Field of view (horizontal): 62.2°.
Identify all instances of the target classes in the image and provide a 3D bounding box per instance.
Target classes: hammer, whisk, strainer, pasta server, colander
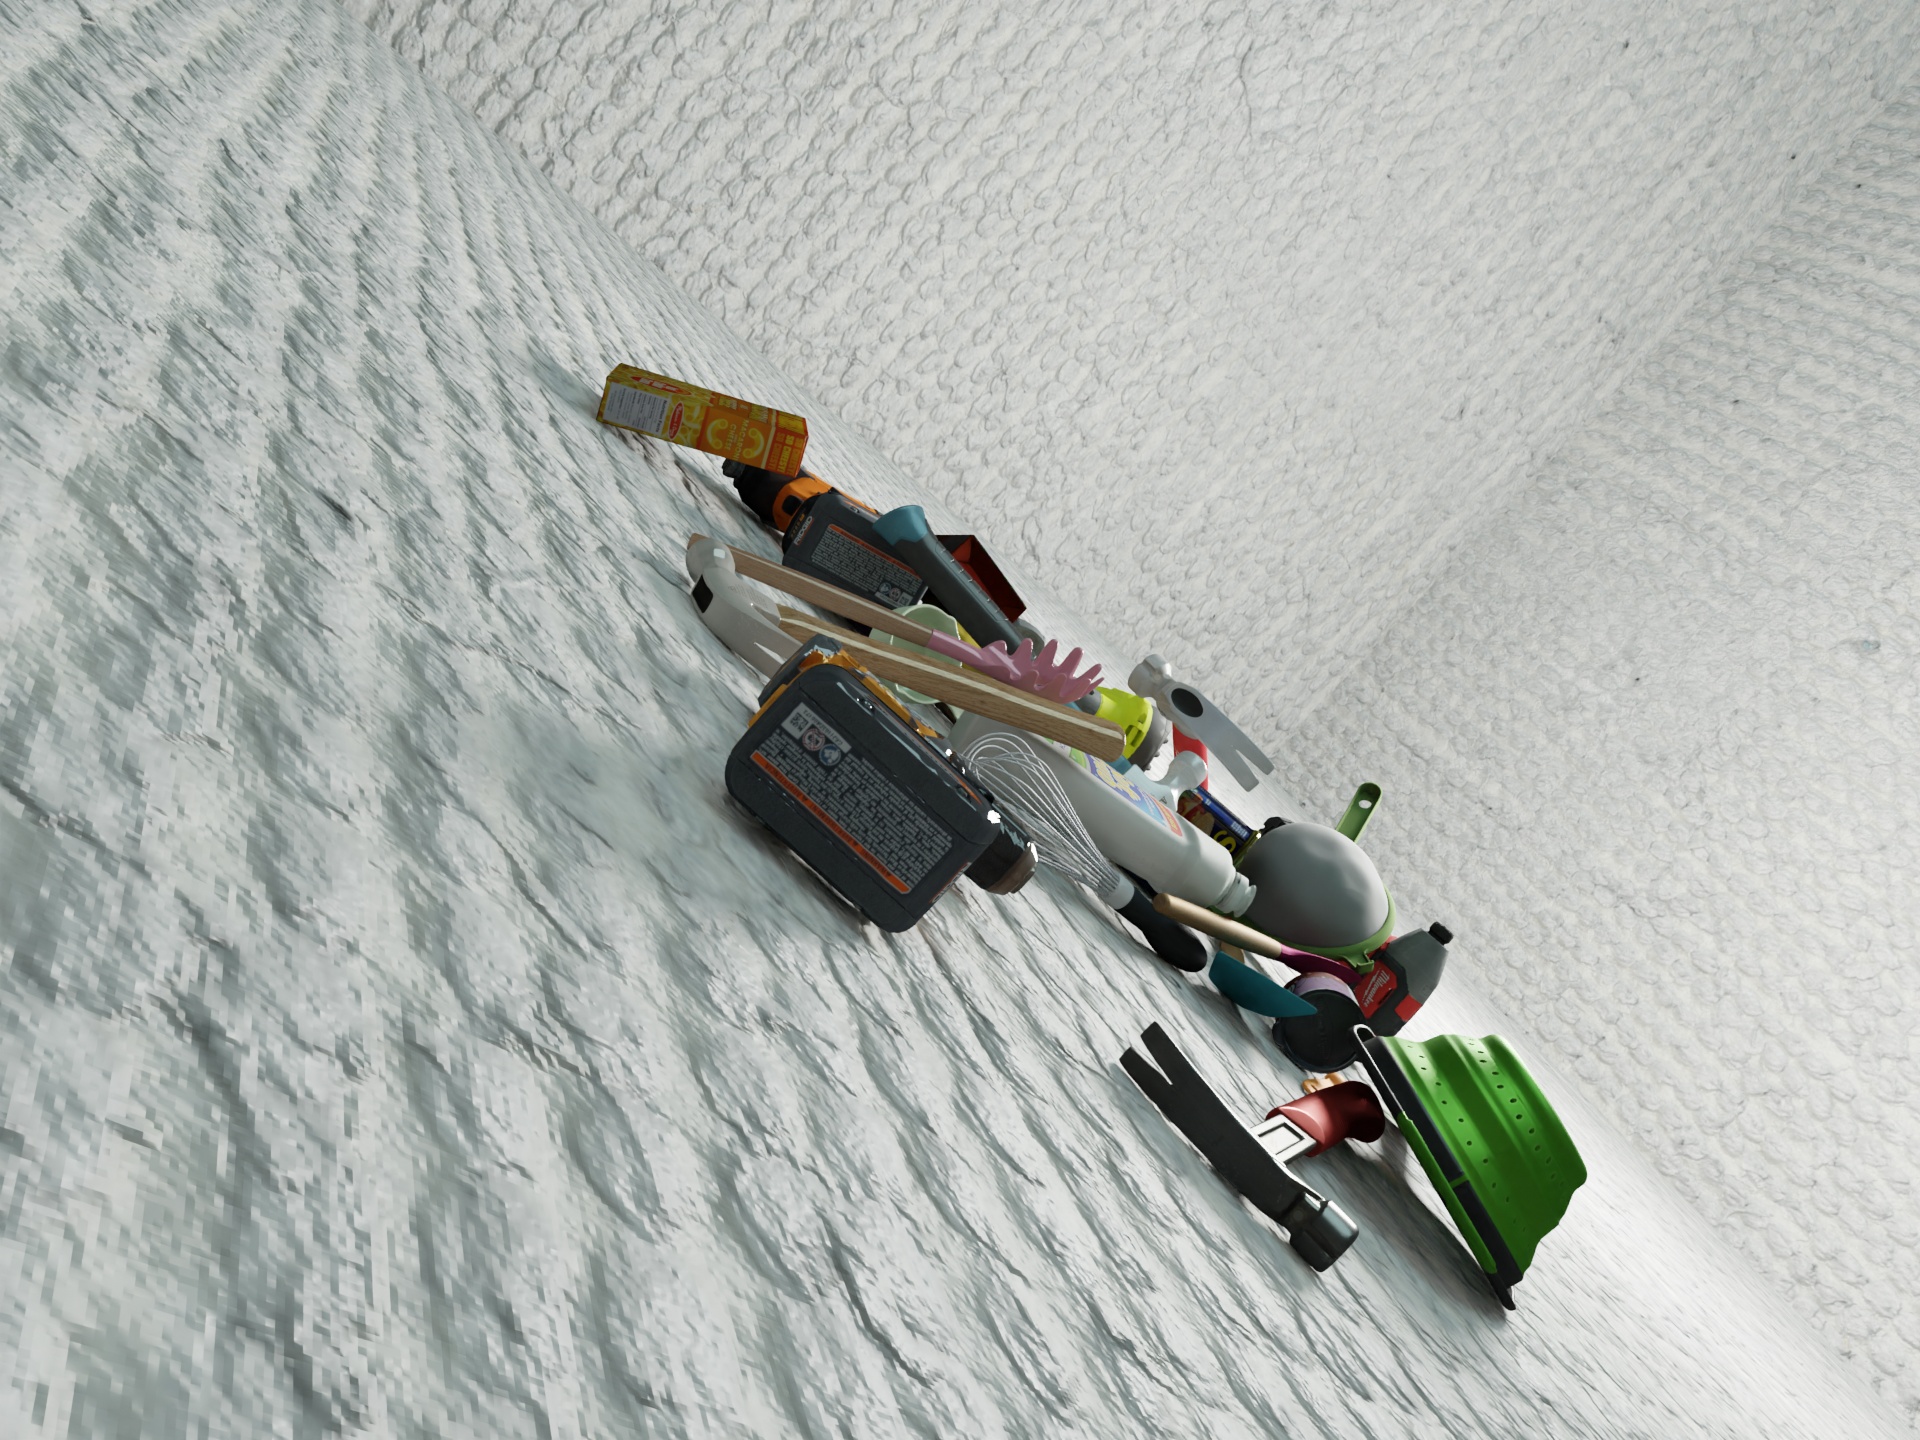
[{"bbox_3d":[-0.025,-0.030,1.068,0.331,0.031,0.130,19,23,-28],"label":"hammer"},{"bbox_3d":[0.090,0.102,1.111,0.284,0.070,0.070,41,8,-31],"label":"whisk"},{"bbox_3d":[0.206,0.244,0.982,0.149,0.036,0.358,46,10,22],"label":"hammer"},{"bbox_3d":[0.052,-0.042,1.271,0.331,0.128,0.033,49,-31,0],"label":"hammer"},{"bbox_3d":[0.226,0.070,1.478,0.143,0.038,0.386,45,-9,23],"label":"hammer"},{"bbox_3d":[0.331,0.109,1.412,0.151,0.069,0.256,20,39,23],"label":"strainer"},{"bbox_3d":[-0.045,-0.076,1.152,0.316,0.040,0.060,21,25,-13],"label":"pasta server"},{"bbox_3d":[0.367,0.288,1.149,0.204,0.094,0.397,61,6,11],"label":"colander"}]

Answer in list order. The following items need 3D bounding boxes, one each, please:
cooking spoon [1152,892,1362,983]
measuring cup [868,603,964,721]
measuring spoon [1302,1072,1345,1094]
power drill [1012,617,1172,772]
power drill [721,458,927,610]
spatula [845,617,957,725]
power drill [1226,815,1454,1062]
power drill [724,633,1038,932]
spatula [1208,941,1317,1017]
[{"bbox_3d":[0.229,0.172,1.223,0.069,0.017,0.318,8,-12,39],"label":"cooking spoon"},{"bbox_3d":[-0.017,-0.017,1.238,0.038,0.083,0.167,1,-46,44],"label":"measuring cup"},{"bbox_3d":[0.277,0.276,1.203,0.021,0.011,0.116,46,10,23],"label":"measuring spoon"},{"bbox_3d":[0.082,-0.036,1.527,0.223,0.080,0.171,34,-3,-25],"label":"power drill"},{"bbox_3d":[-0.121,-0.169,1.382,0.164,0.084,0.227,28,9,-25],"label":"power drill"},{"bbox_3d":[-0.002,-0.004,1.323,0.316,0.018,0.059,43,10,16],"label":"spatula"},{"bbox_3d":[0.341,0.193,1.457,0.078,0.143,0.220,33,11,-45],"label":"power drill"},{"bbox_3d":[-0.030,0.040,0.824,0.185,0.084,0.226,43,4,-5],"label":"power drill"},{"bbox_3d":[0.231,0.193,1.297,0.082,0.044,0.317,31,7,4],"label":"spatula"}]
